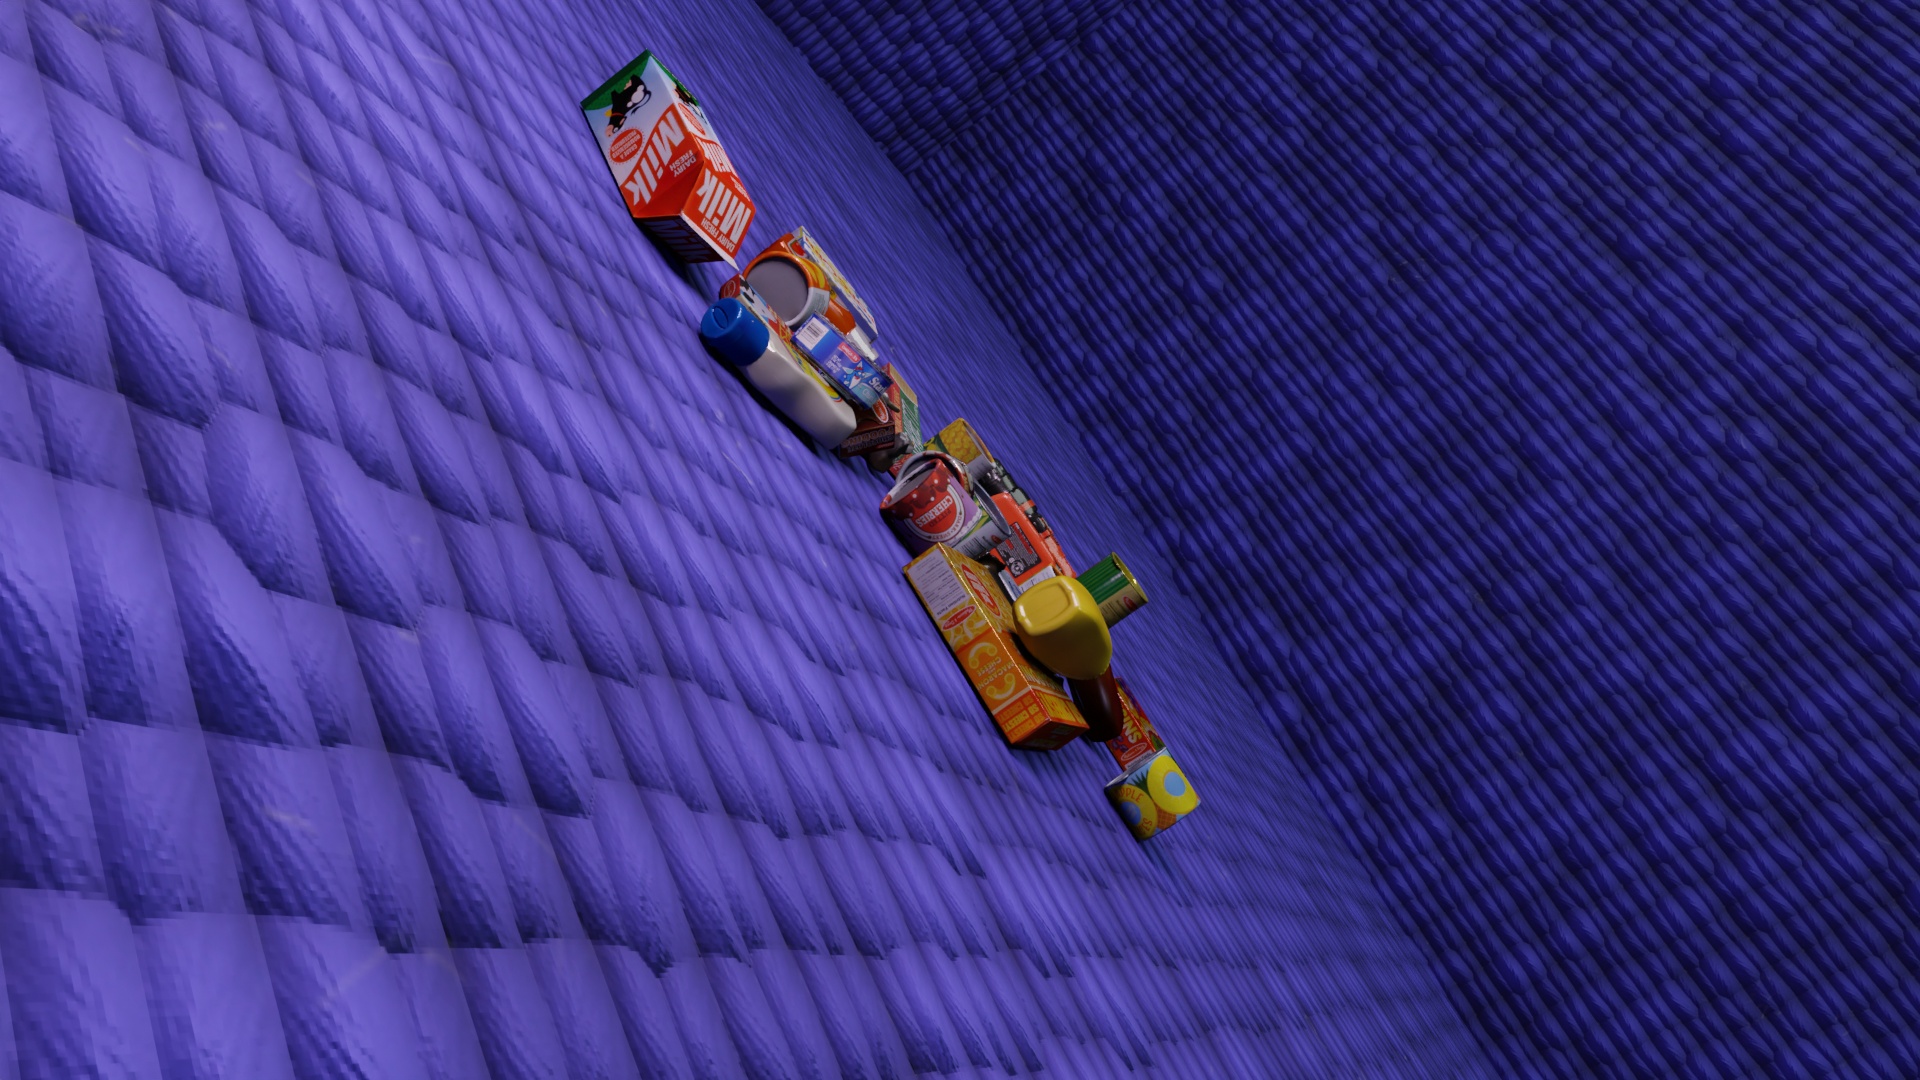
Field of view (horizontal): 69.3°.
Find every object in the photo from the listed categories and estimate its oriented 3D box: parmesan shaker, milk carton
[{"bbox_3d":[0.139,0.066,1.487,0.071,0.103,0.071,53,10,-13],"label":"parmesan shaker"},{"bbox_3d":[-0.224,-0.290,1.090,0.072,0.073,0.191,38,19,-58],"label":"milk carton"}]

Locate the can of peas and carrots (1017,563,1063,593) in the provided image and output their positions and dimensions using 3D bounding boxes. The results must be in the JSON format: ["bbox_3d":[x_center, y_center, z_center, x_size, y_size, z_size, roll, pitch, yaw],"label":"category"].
[{"bbox_3d":[0.085,0.066,1.372,0.071,0.058,0.071,52,11,-14],"label":"can of peas and carrots"}]

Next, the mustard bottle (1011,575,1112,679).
[{"bbox_3d":[0.091,0.080,1.128,0.049,0.065,0.160,64,7,30],"label":"mustard bottle"}]

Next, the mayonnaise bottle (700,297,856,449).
[{"bbox_3d":[-0.137,-0.127,1.047,0.147,0.041,0.065,43,10,-50],"label":"mayonnaise bottle"}]

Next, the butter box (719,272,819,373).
[{"bbox_3d":[-0.156,-0.167,1.139,0.103,0.024,0.053,48,13,-29],"label":"butter box"}]

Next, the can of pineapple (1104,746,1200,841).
[{"bbox_3d":[0.168,0.225,1.225,0.058,0.071,0.071,56,10,9],"label":"can of pineapple"}]

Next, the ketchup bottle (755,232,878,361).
[{"bbox_3d":[-0.139,-0.229,1.359,0.148,0.043,0.065,53,10,-12],"label":"ketchup bottle"}]

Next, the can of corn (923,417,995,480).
[{"bbox_3d":[-0.006,-0.089,1.462,0.071,0.058,0.071,52,10,-13],"label":"can of corn"}]

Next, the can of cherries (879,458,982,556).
[{"bbox_3d":[-0.024,-0.026,1.153,0.058,0.071,0.072,52,11,-15],"label":"can of cherries"}]

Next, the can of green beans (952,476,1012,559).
[{"bbox_3d":[0.005,-0.014,1.276,0.071,0.058,0.071,52,11,-14],"label":"can of green beans"}]

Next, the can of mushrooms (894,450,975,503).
[{"bbox_3d":[-0.021,-0.044,1.225,0.071,0.071,0.033,57,11,12],"label":"can of mushrooms"}]

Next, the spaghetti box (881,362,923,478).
[{"bbox_3d":[-0.065,-0.120,1.382,0.050,0.028,0.251,50,11,-19],"label":"spaghetti box"}]

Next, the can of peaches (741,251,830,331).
[{"bbox_3d":[-0.153,-0.214,1.192,0.071,0.071,0.058,54,11,0],"label":"can of peaches"}]

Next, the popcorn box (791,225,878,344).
[{"bbox_3d":[-0.141,-0.264,1.470,0.126,0.038,0.085,49,12,-27],"label":"popcorn box"}]

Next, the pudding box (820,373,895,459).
[{"bbox_3d":[-0.090,-0.108,1.161,0.030,0.050,0.084,92,-21,-44],"label":"pudding box"}]

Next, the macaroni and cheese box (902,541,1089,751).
[{"bbox_3d":[0.029,0.088,1.109,0.167,0.040,0.123,58,10,20],"label":"macaroni and cheese box"}]

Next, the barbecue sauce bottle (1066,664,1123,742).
[{"bbox_3d":[0.116,0.119,1.262,0.147,0.044,0.065,71,5,-47],"label":"barbecue sauce bottle"}]

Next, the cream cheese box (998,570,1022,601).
[{"bbox_3d":[0.054,0.071,1.313,0.104,0.024,0.053,58,11,21],"label":"cream cheese box"}]

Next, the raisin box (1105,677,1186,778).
[{"bbox_3d":[0.173,0.199,1.398,0.123,0.040,0.086,58,12,12],"label":"raisin box"}]
